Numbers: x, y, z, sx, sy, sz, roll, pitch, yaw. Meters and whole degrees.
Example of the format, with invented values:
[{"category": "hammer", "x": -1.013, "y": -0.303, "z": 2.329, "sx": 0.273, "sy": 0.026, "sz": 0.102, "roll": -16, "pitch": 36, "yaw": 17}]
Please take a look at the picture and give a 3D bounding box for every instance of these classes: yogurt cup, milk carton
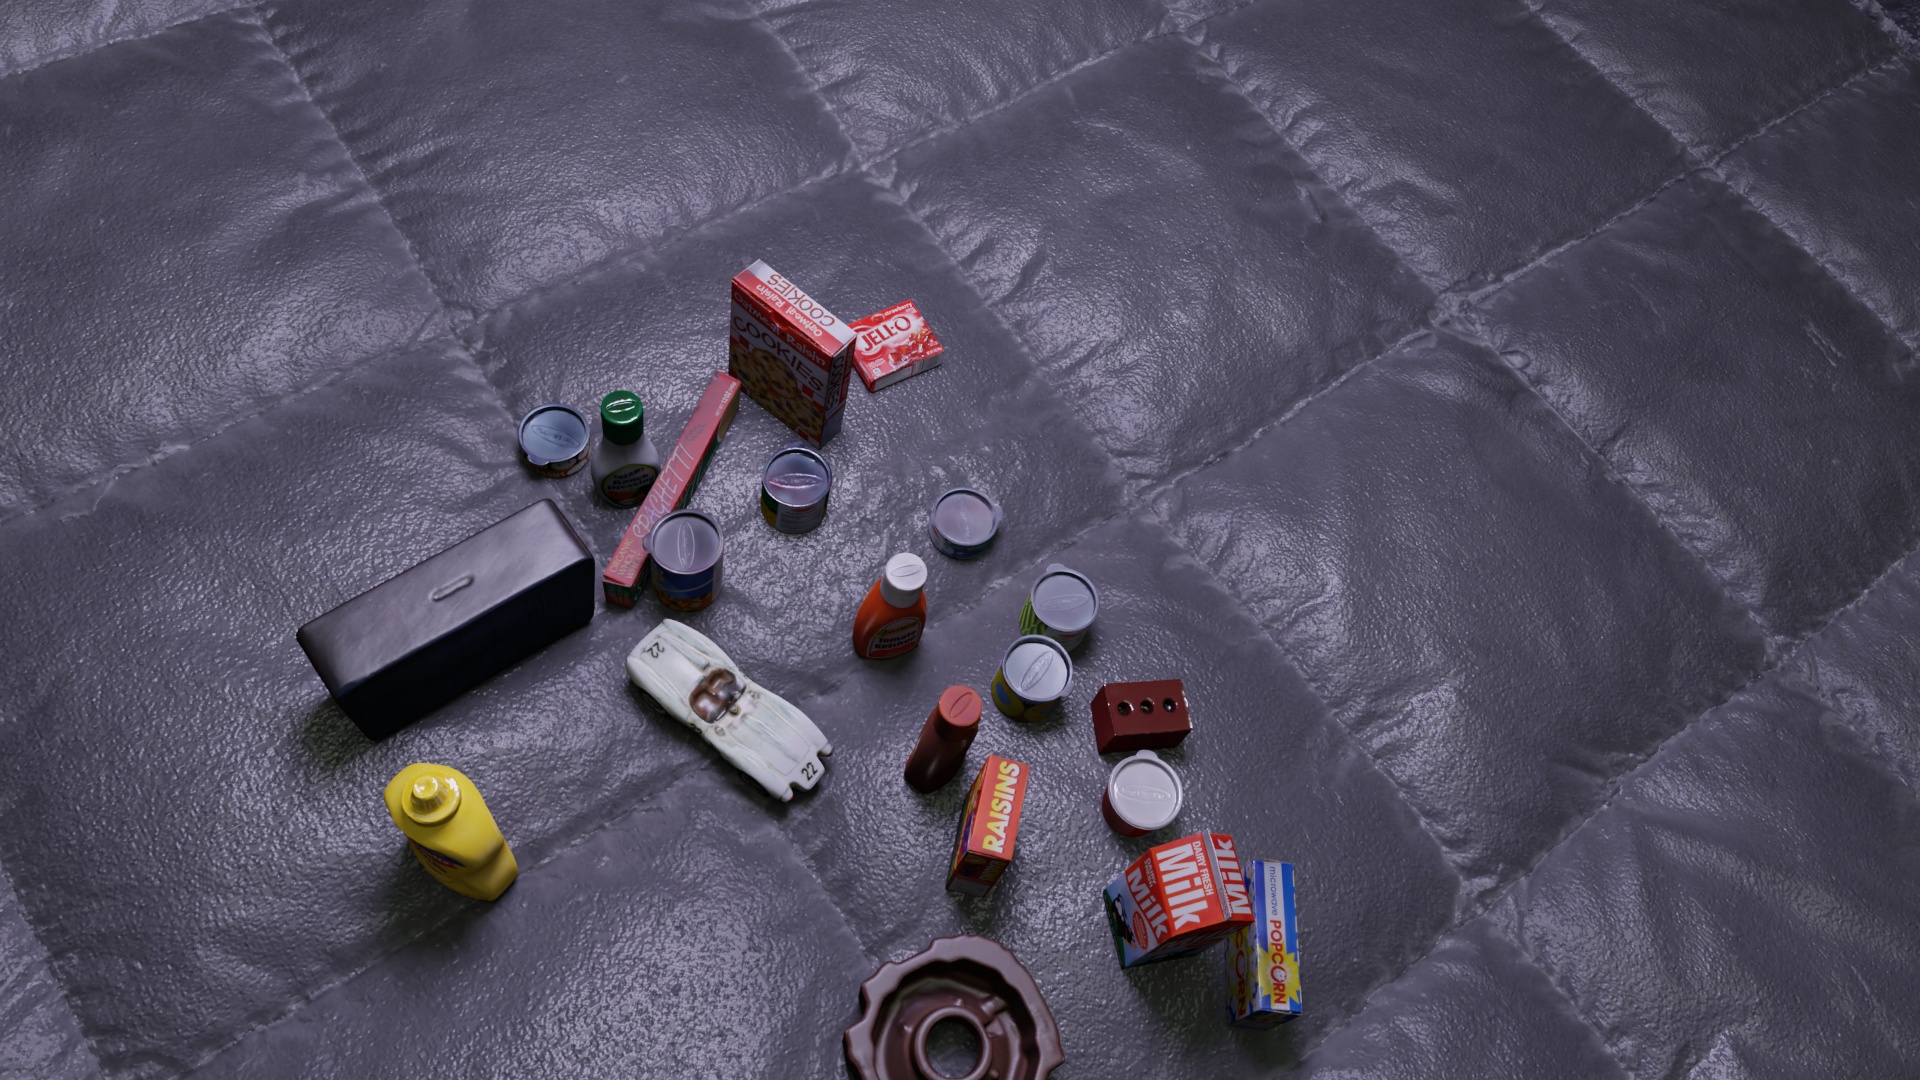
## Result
[{"category": "yogurt cup", "x": 0.160, "y": 0.233, "z": 1.248, "sx": 0.072, "sy": 0.053, "sz": 0.073, "roll": 5, "pitch": 62, "yaw": -9}, {"category": "milk carton", "x": 0.182, "y": 0.295, "z": 1.141, "sx": 0.073, "sy": 0.189, "sz": 0.072, "roll": -6, "pitch": 64, "yaw": -14}]

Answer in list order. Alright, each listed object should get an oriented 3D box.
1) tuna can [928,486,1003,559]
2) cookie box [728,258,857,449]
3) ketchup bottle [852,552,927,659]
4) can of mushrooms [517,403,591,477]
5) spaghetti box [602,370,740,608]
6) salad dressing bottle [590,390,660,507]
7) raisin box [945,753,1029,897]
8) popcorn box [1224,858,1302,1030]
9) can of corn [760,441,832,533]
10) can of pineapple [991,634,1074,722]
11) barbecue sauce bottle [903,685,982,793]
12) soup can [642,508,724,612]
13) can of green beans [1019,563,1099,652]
[{"category": "tuna can", "x": 0.005, "y": -0.017, "z": 1.364, "sx": 0.071, "sy": 0.032, "sz": 0.071, "roll": 5, "pitch": 62, "yaw": -9}, {"category": "cookie box", "x": -0.165, "y": -0.176, "z": 1.339, "sx": 0.123, "sy": 0.166, "sz": 0.040, "roll": 38, "pitch": 62, "yaw": 10}, {"category": "ketchup bottle", "x": -0.059, "y": 0.059, "z": 1.245, "sx": 0.065, "sy": 0.148, "sz": 0.044, "roll": -12, "pitch": 66, "yaw": -17}, {"category": "can of mushrooms", "x": -0.389, "y": -0.094, "z": 1.328, "sx": 0.071, "sy": 0.033, "sz": 0.071, "roll": 5, "pitch": 62, "yaw": -9}, {"category": "spaghetti box", "x": -0.271, "y": -0.050, "z": 1.318, "sx": 0.029, "sy": 0.050, "sz": 0.251, "roll": 21, "pitch": 60, "yaw": 1}, {"category": "salad dressing bottle", "x": -0.308, "y": -0.083, "z": 1.273, "sx": 0.064, "sy": 0.147, "sz": 0.044, "roll": -14, "pitch": 66, "yaw": -17}, {"category": "raisin box", "x": 0.022, "y": 0.243, "z": 1.176, "sx": 0.040, "sy": 0.122, "sz": 0.086, "roll": 16, "pitch": 61, "yaw": -2}, {"category": "popcorn box", "x": 0.257, "y": 0.346, "z": 1.188, "sx": 0.038, "sy": 0.084, "sz": 0.127, "roll": 7, "pitch": 61, "yaw": -7}, {"category": "can of corn", "x": -0.159, "y": -0.050, "z": 1.335, "sx": 0.071, "sy": 0.058, "sz": 0.071, "roll": 5, "pitch": 62, "yaw": -9}, {"category": "can of pineapple", "x": 0.066, "y": 0.130, "z": 1.283, "sx": 0.071, "sy": 0.057, "sz": 0.071, "roll": 5, "pitch": 62, "yaw": -9}, {"category": "barbecue sauce bottle", "x": -0.011, "y": 0.168, "z": 1.195, "sx": 0.044, "sy": 0.147, "sz": 0.065, "roll": 38, "pitch": 62, "yaw": 10}, {"category": "soup can", "x": -0.252, "y": 0.019, "z": 1.266, "sx": 0.071, "sy": 0.083, "sz": 0.071, "roll": 5, "pitch": 62, "yaw": -9}, {"category": "can of green beans", "x": 0.093, "y": 0.068, "z": 1.321, "sx": 0.071, "sy": 0.057, "sz": 0.071, "roll": 5, "pitch": 62, "yaw": -9}]
